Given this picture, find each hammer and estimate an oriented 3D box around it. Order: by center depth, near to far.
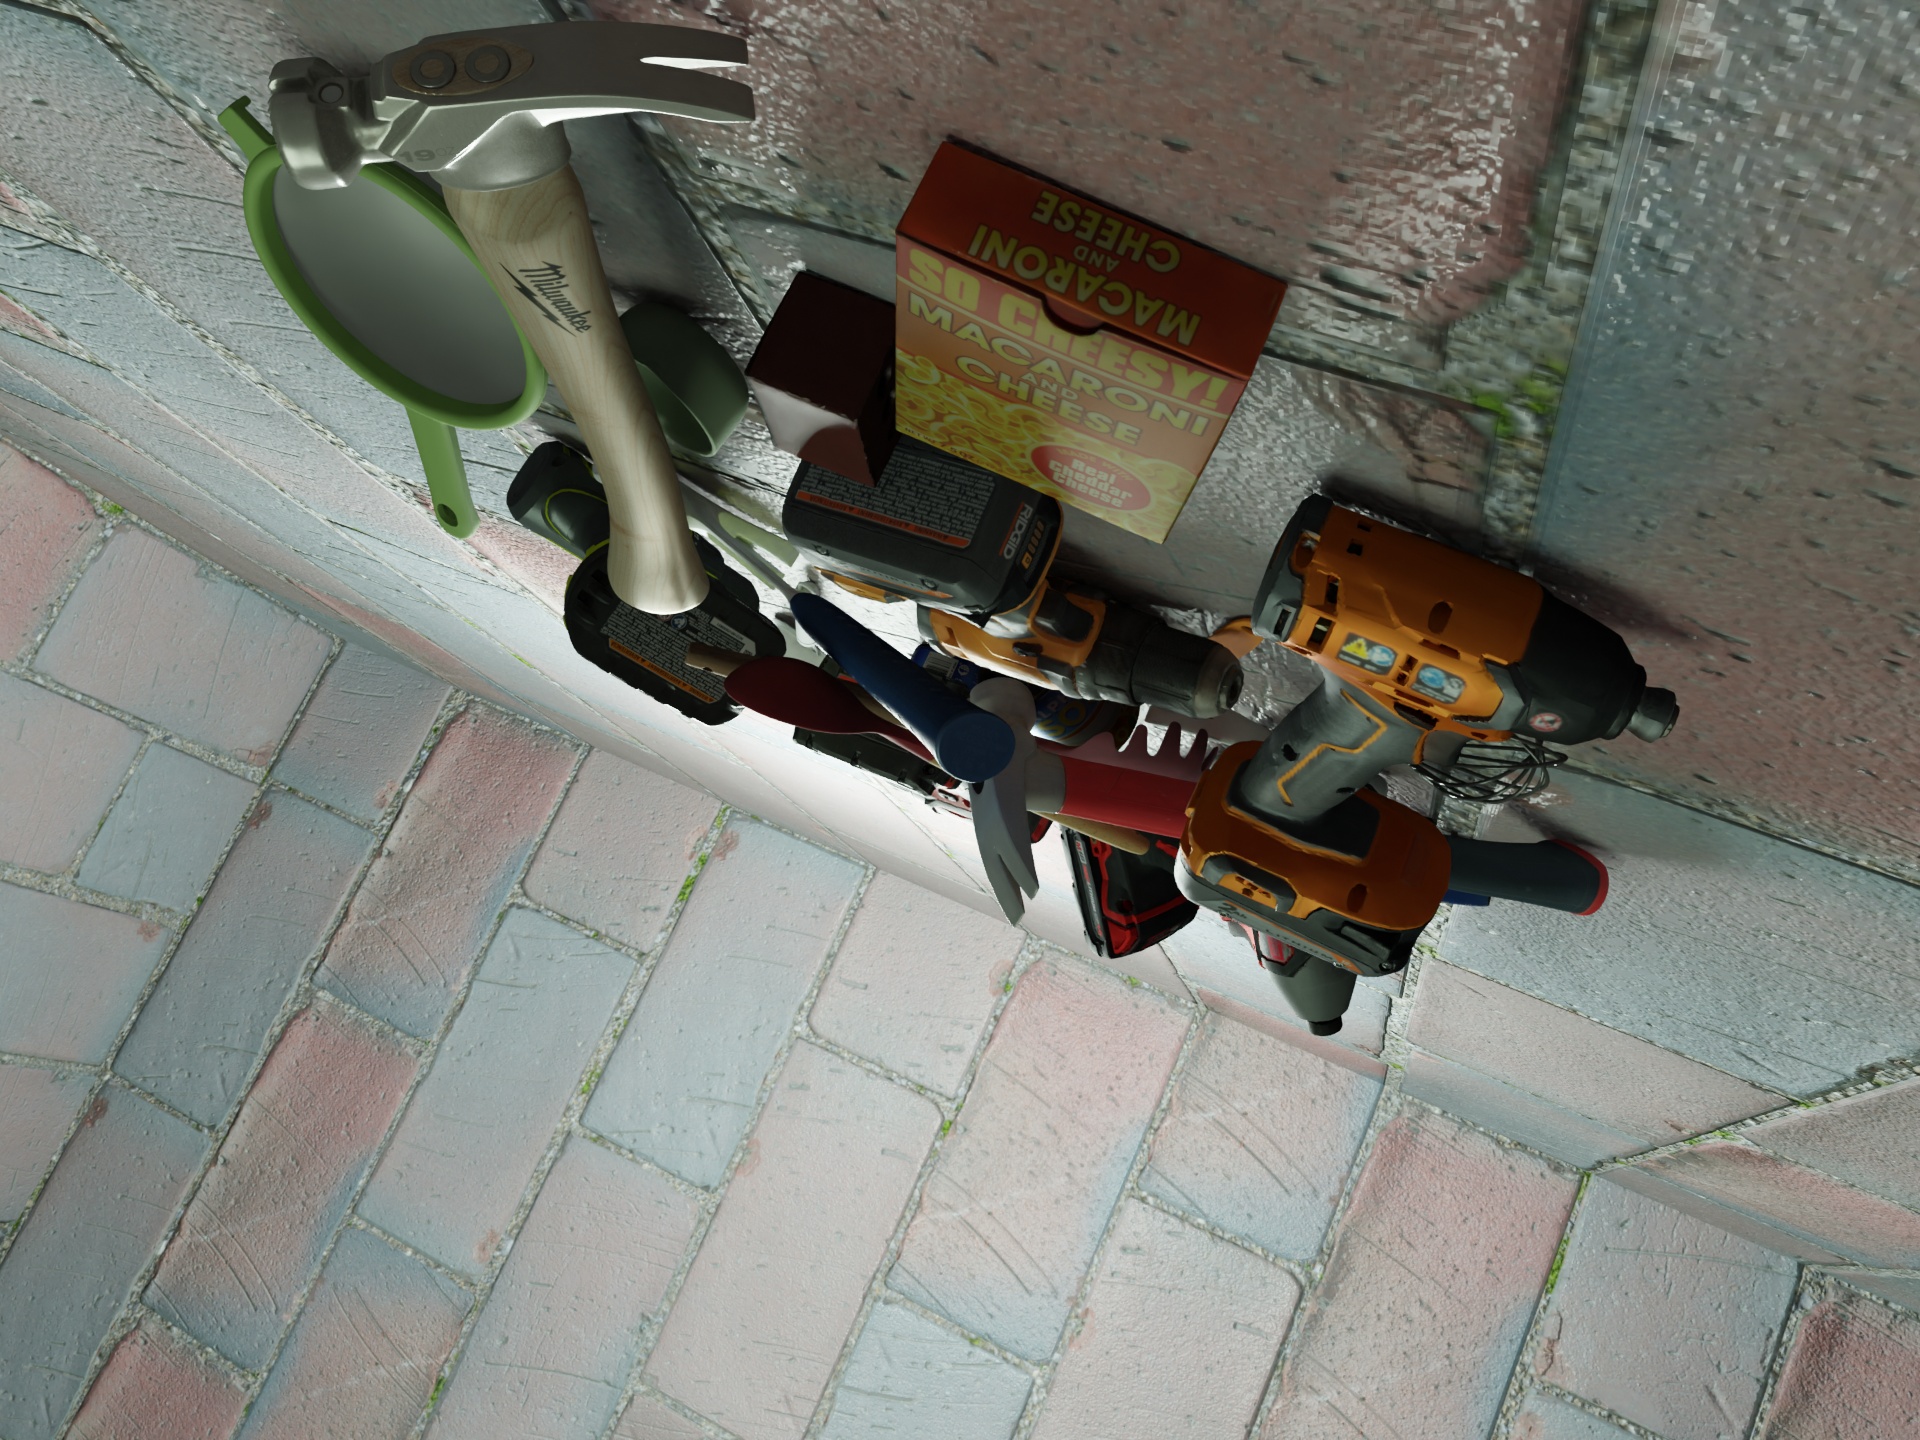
[{"bbox_3d":[-0.141,-0.136,0.676,0.146,0.038,0.410,-7,162,-3],"label":"hammer"},{"bbox_3d":[0.189,0.072,0.850,0.386,0.143,0.038,12,132,-18],"label":"hammer"},{"bbox_3d":[-0.083,-0.063,0.876,0.144,0.035,0.406,31,-175,-37],"label":"hammer"},{"bbox_3d":[0.153,0.041,1.138,0.149,0.036,0.409,27,169,-6],"label":"hammer"}]

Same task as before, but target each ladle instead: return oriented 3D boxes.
[{"bbox_3d":[0.003,0.026,0.892,0.315,0.031,0.069,25,-167,-38],"label":"ladle"}]

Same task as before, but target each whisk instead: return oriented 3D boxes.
[{"bbox_3d":[0.225,0.013,0.825,0.055,0.055,0.239,28,173,-16],"label":"whisk"}]

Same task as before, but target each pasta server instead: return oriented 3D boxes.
[{"bbox_3d":[-0.001,-0.003,0.917,0.316,0.040,0.060,15,151,-11],"label":"pasta server"}]

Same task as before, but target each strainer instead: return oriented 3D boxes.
[{"bbox_3d":[-0.241,-0.181,0.753,0.151,0.069,0.256,26,151,6],"label":"strainer"},{"bbox_3d":[-0.120,-0.064,1.235,0.087,0.050,0.258,39,166,5],"label":"strainer"}]

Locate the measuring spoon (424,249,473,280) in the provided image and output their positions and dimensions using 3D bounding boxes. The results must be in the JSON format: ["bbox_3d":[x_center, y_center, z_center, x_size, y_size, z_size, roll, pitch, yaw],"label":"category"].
[{"bbox_3d":[-0.255,-0.230,0.825,0.042,0.021,0.129,27,178,-16],"label":"measuring spoon"}]

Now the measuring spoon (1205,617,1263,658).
[{"bbox_3d":[0.140,-0.041,0.857,0.021,0.011,0.117,29,165,-5],"label":"measuring spoon"}]

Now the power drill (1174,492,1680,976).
[{"bbox_3d":[0.189,0.018,0.684,0.164,0.084,0.226,23,143,10],"label":"power drill"}]

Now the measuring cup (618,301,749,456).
[{"bbox_3d":[-0.170,-0.196,0.762,0.167,0.038,0.083,41,167,0],"label":"measuring cup"}]

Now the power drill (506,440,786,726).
[{"bbox_3d":[-0.194,-0.087,1.043,0.190,0.080,0.229,33,-170,-31],"label":"power drill"}]

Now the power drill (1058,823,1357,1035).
[{"bbox_3d":[0.163,0.113,1.010,0.220,0.078,0.143,9,117,59],"label":"power drill"}]

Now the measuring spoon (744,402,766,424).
[{"bbox_3d":[-0.145,-0.180,0.823,0.124,0.018,0.034,20,170,-9],"label":"measuring spoon"}]

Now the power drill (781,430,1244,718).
[{"bbox_3d":[0.035,-0.064,0.795,0.185,0.084,0.226,20,172,27],"label":"power drill"}]

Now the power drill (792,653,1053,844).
[{"bbox_3d":[-0.039,0.019,1.168,0.188,0.080,0.226,20,171,25],"label":"power drill"}]
